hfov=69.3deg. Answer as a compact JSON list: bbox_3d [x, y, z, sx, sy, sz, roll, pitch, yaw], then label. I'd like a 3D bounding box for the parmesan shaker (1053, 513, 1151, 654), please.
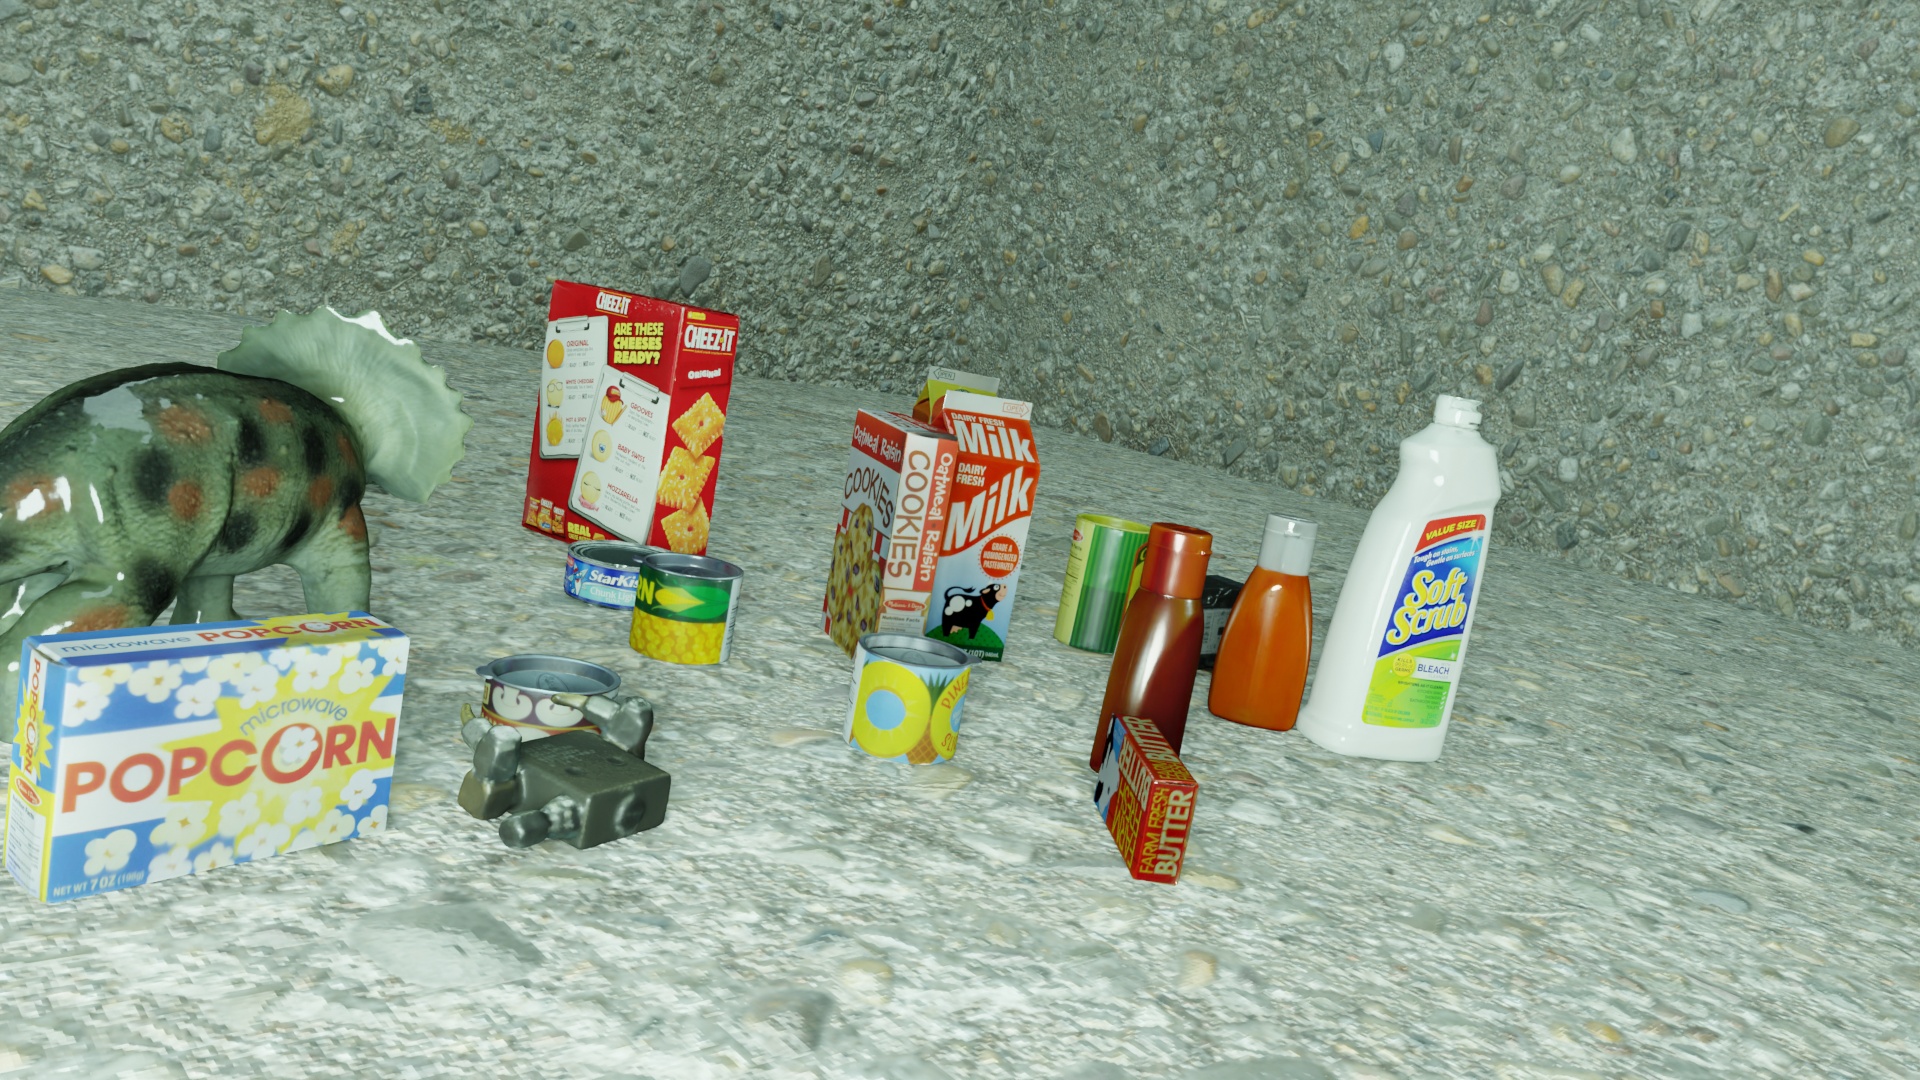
[{"bbox_3d":[0.117,0.035,1.135,0.071,0.103,0.071,10,9,-2],"label":"parmesan shaker"}]

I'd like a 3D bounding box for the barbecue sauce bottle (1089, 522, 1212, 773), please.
[{"bbox_3d":[0.115,0.065,0.809,0.044,0.148,0.065,17,11,36],"label":"barbecue sauce bottle"}]

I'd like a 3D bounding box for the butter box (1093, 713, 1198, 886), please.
[{"bbox_3d":[0.092,0.128,0.699,0.024,0.053,0.103,9,9,-7],"label":"butter box"}]

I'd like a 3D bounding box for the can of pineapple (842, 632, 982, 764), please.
[{"bbox_3d":[-0.028,0.089,0.785,0.071,0.057,0.071,10,9,-2],"label":"can of pineapple"}]

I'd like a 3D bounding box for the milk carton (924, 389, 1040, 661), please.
[{"bbox_3d":[0.004,-0.013,1.024,0.072,0.190,0.073,7,9,-24],"label":"milk carton"}]

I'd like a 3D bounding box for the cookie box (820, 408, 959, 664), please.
[{"bbox_3d":[-0.051,-0.002,0.968,0.040,0.167,0.123,7,9,-22],"label":"cookie box"}]

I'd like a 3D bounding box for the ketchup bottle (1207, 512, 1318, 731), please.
[{"bbox_3d":[0.219,0.056,0.976,0.065,0.148,0.043,12,9,8],"label":"ketchup bottle"}]

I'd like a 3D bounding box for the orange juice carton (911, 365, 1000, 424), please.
[{"bbox_3d":[-0.012,-0.065,1.312,0.072,0.192,0.073,8,9,-16],"label":"orange juice carton"}]

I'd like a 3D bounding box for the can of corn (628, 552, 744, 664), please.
[{"bbox_3d":[-0.179,0.043,0.893,0.071,0.058,0.071,10,9,-2],"label":"can of corn"}]

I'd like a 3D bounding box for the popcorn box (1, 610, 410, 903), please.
[{"bbox_3d":[-0.274,0.075,0.513,0.038,0.085,0.127,16,11,34],"label":"popcorn box"}]

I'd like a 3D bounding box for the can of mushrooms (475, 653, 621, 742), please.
[{"bbox_3d":[-0.210,0.082,0.701,0.071,0.033,0.071,10,9,-2],"label":"can of mushrooms"}]
